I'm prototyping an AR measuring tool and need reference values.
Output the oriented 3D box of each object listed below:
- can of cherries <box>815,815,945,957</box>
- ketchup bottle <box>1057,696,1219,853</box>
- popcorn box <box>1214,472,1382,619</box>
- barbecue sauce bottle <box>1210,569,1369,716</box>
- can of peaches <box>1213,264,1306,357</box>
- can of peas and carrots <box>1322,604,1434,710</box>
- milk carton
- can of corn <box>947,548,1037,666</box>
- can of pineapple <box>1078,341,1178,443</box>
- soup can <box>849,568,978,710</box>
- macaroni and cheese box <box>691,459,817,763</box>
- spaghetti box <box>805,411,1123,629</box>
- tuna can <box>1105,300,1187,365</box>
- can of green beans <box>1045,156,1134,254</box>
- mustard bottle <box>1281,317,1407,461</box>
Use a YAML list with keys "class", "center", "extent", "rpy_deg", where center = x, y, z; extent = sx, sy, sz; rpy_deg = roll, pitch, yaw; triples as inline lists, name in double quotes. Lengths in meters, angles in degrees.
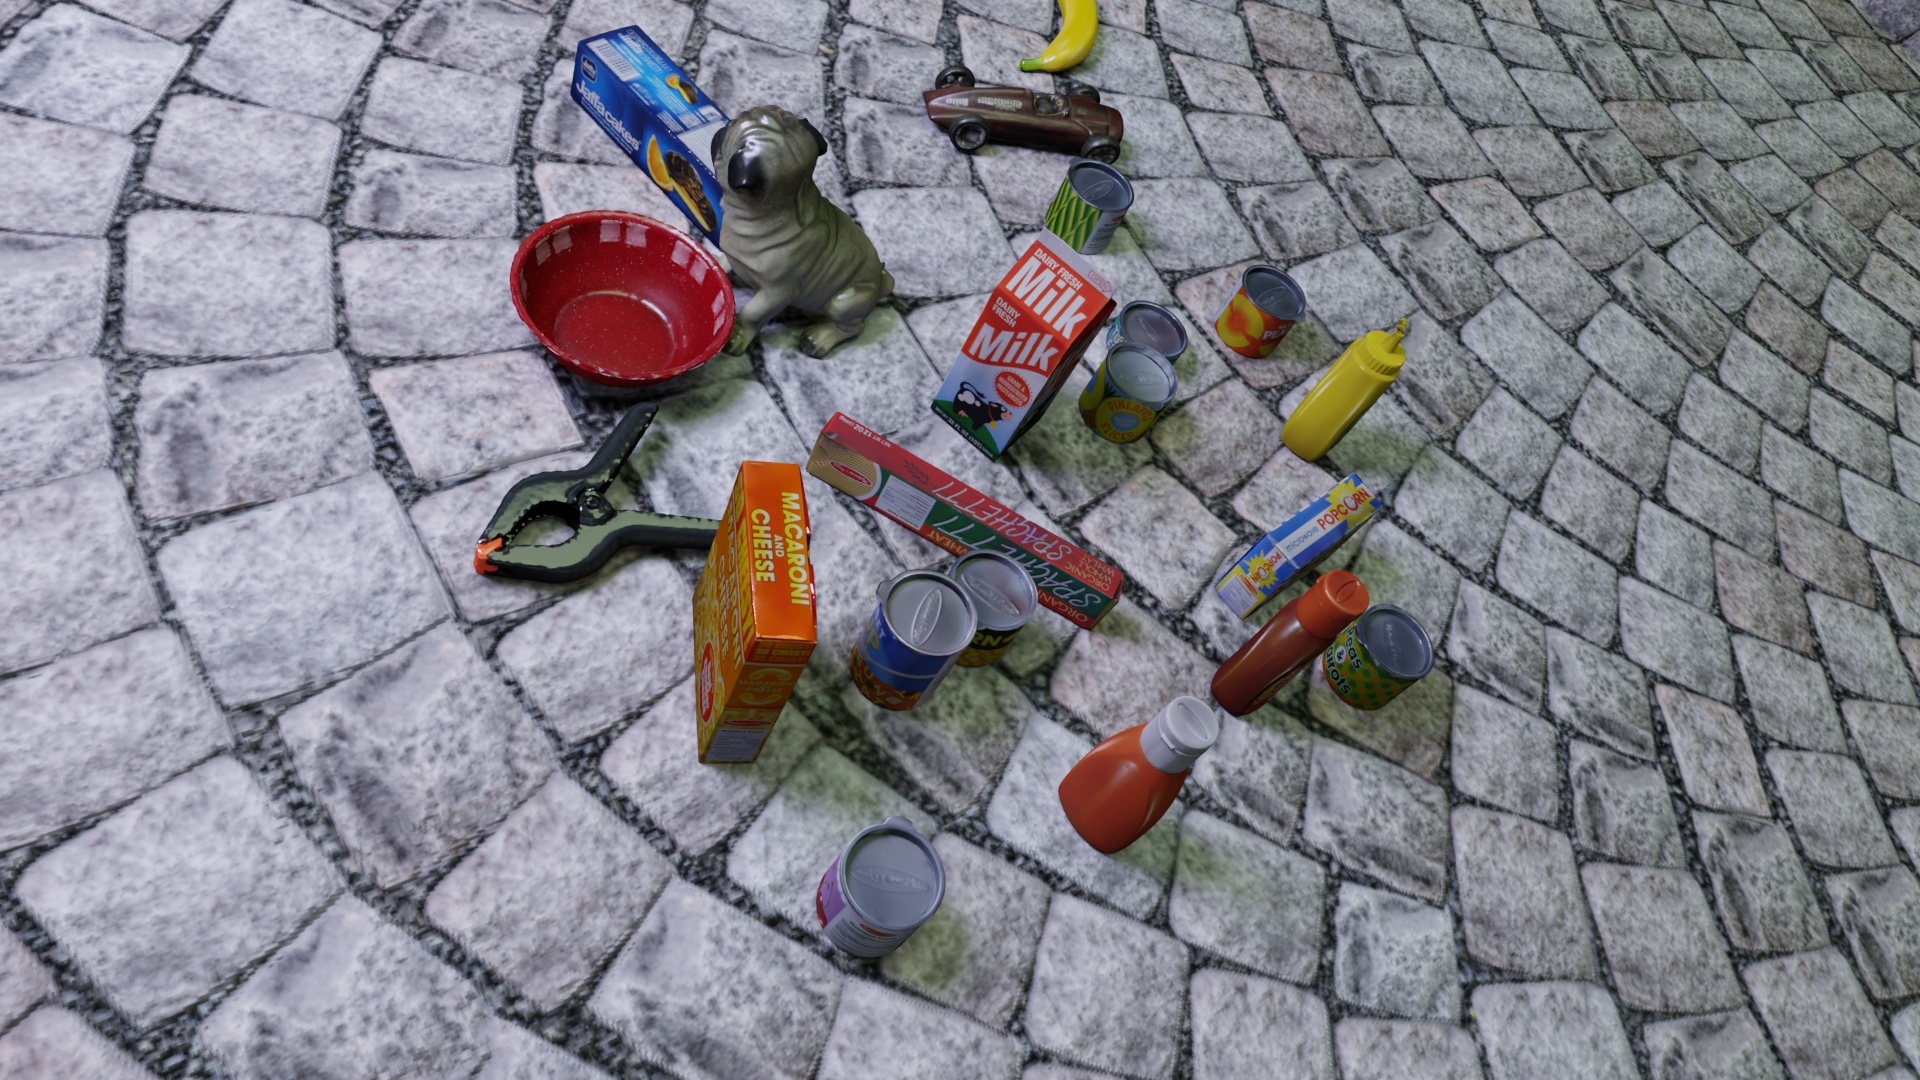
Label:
- class: "can of cherries"
  center: [-0.049, 0.212, 0.848]
  extent: [0.071, 0.058, 0.072]
  rpy_deg: [12, 54, -16]
- class: "ketchup bottle"
  center: [0.117, 0.150, 0.905]
  extent: [0.044, 0.148, 0.065]
  rpy_deg: [-28, 72, -35]
- class: "popcorn box"
  center: [0.271, 0.005, 1.114]
  extent: [0.127, 0.084, 0.038]
  rpy_deg: [-30, 73, -36]
- class: "barbecue sauce bottle"
  center: [0.241, 0.073, 1.012]
  extent: [0.065, 0.147, 0.044]
  rpy_deg: [-32, 74, -36]
- class: "can of peaches"
  center: [0.277, -0.209, 1.282]
  extent: [0.071, 0.057, 0.071]
  rpy_deg: [12, 54, -16]
- class: "can of peas and carrots"
  center: [0.326, 0.092, 1.094]
  extent: [0.071, 0.058, 0.071]
  rpy_deg: [12, 54, -16]
- class: "milk carton"
  center: [0.053, -0.152, 1.060]
  extent: [0.072, 0.189, 0.074]
  rpy_deg: [41, 51, 7]
- class: "can of corn"
  center: [0.012, 0.050, 0.987]
  extent: [0.071, 0.058, 0.071]
  rpy_deg: [12, 54, -16]
- class: "can of pineapple"
  center: [0.140, -0.122, 1.162]
  extent: [0.071, 0.057, 0.071]
  rpy_deg: [12, 54, -16]
- class: "soup can"
  center: [-0.035, 0.067, 0.938]
  extent: [0.071, 0.083, 0.072]
  rpy_deg: [12, 54, -16]
- class: "macaroni and cheese box"
  center: [-0.130, 0.047, 0.857]
  extent: [0.040, 0.165, 0.124]
  rpy_deg: [4, 56, -21]
- class: "spaghetti box"
  center: [0.004, -0.013, 1.032]
  extent: [0.250, 0.050, 0.029]
  rpy_deg: [29, 51, -2]
- class: "tuna can"
  center: [0.162, -0.176, 1.225]
  extent: [0.071, 0.032, 0.071]
  rpy_deg: [12, 54, -16]
- class: "can of green beans"
  center: [0.118, -0.307, 1.281]
  extent: [0.071, 0.057, 0.071]
  rpy_deg: [12, 54, -16]
- class: "mustard bottle"
  center: [0.336, -0.133, 1.189]
  extent: [0.049, 0.159, 0.065]
  rpy_deg: [41, 51, 7]
